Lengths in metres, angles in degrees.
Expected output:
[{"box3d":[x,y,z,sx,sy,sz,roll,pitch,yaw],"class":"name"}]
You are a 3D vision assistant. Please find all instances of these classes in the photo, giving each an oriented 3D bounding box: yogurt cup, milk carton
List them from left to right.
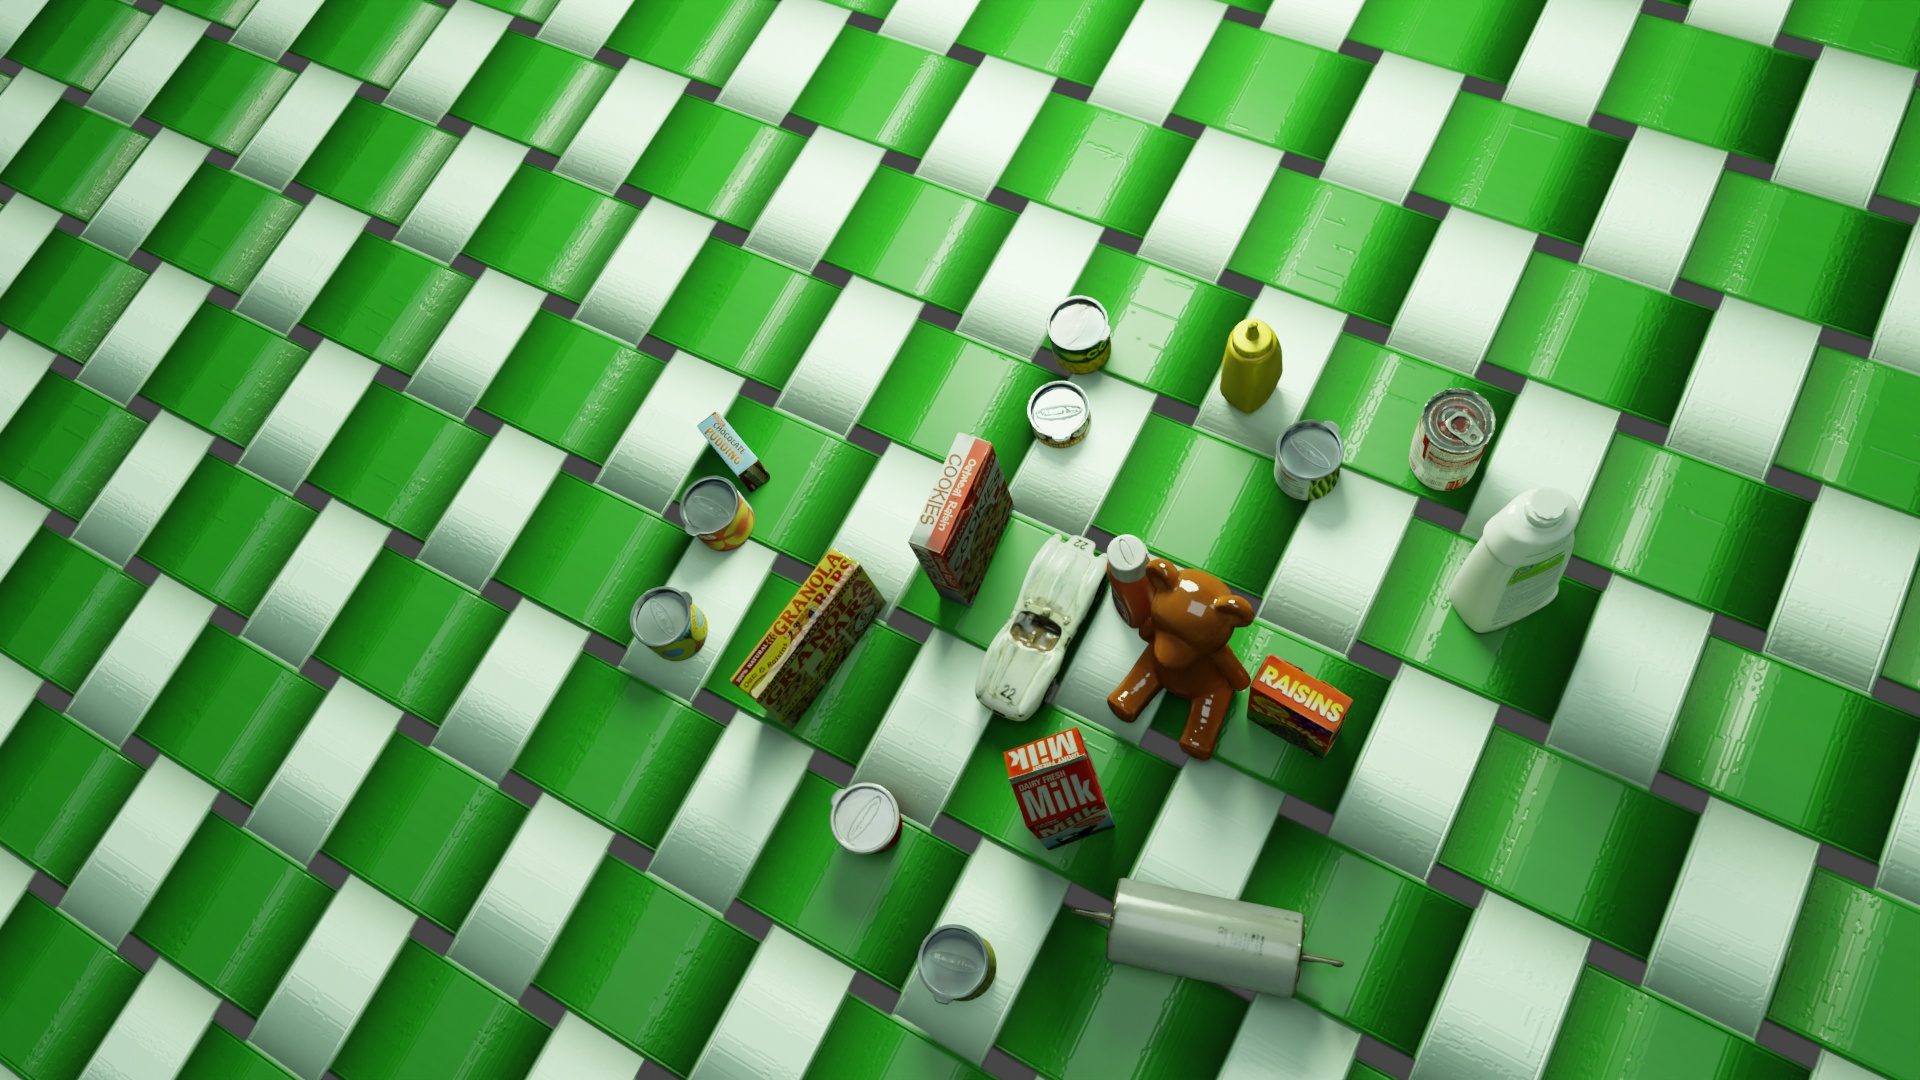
[{"box3d":[-0.088,0.274,1.351,0.072,0.053,0.072,-3,69,9],"class":"yogurt cup"},{"box3d":[0.090,0.225,1.265,0.072,0.190,0.073,-19,68,3],"class":"milk carton"}]

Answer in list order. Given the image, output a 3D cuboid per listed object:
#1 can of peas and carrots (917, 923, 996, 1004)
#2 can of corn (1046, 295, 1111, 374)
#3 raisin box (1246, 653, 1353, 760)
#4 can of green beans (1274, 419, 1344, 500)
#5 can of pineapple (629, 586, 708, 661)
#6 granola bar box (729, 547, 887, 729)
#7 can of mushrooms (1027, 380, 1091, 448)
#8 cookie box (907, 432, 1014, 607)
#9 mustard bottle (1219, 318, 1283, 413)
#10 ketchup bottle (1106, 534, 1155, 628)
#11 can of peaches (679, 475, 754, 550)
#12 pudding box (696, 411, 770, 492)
[{"box3d":[-0.003,0.394,1.287,0.071,0.058,0.071,-3,69,9],"class":"can of peas and carrots"},{"box3d":[0.131,-0.220,1.500,0.071,0.058,0.071,-3,69,9],"class":"can of corn"},{"box3d":[0.313,0.155,1.288,0.086,0.123,0.040,30,78,19],"class":"raisin box"},{"box3d":[0.352,-0.081,1.407,0.071,0.057,0.071,-3,69,9],"class":"can of green beans"},{"box3d":[-0.303,0.088,1.459,0.071,0.057,0.071,-3,69,9],"class":"can of pineapple"},{"box3d":[-0.150,0.099,1.391,0.039,0.124,0.166,33,78,20],"class":"granola bar box"},{"box3d":[0.106,-0.132,1.484,0.071,0.033,0.071,-3,69,9],"class":"can of mushrooms"},{"box3d":[0.005,-0.017,1.385,0.040,0.167,0.123,19,74,16],"class":"cookie box"},{"box3d":[0.294,-0.185,1.402,0.049,0.159,0.065,39,80,21],"class":"mustard bottle"},{"box3d":[0.166,0.036,1.346,0.043,0.148,0.065,-21,67,2],"class":"ketchup bottle"},{"box3d":[-0.263,-0.026,1.495,0.071,0.058,0.071,-3,69,9],"class":"can of peaches"},{"box3d":[-0.249,-0.098,1.525,0.030,0.049,0.084,-39,68,-6],"class":"pudding box"}]
